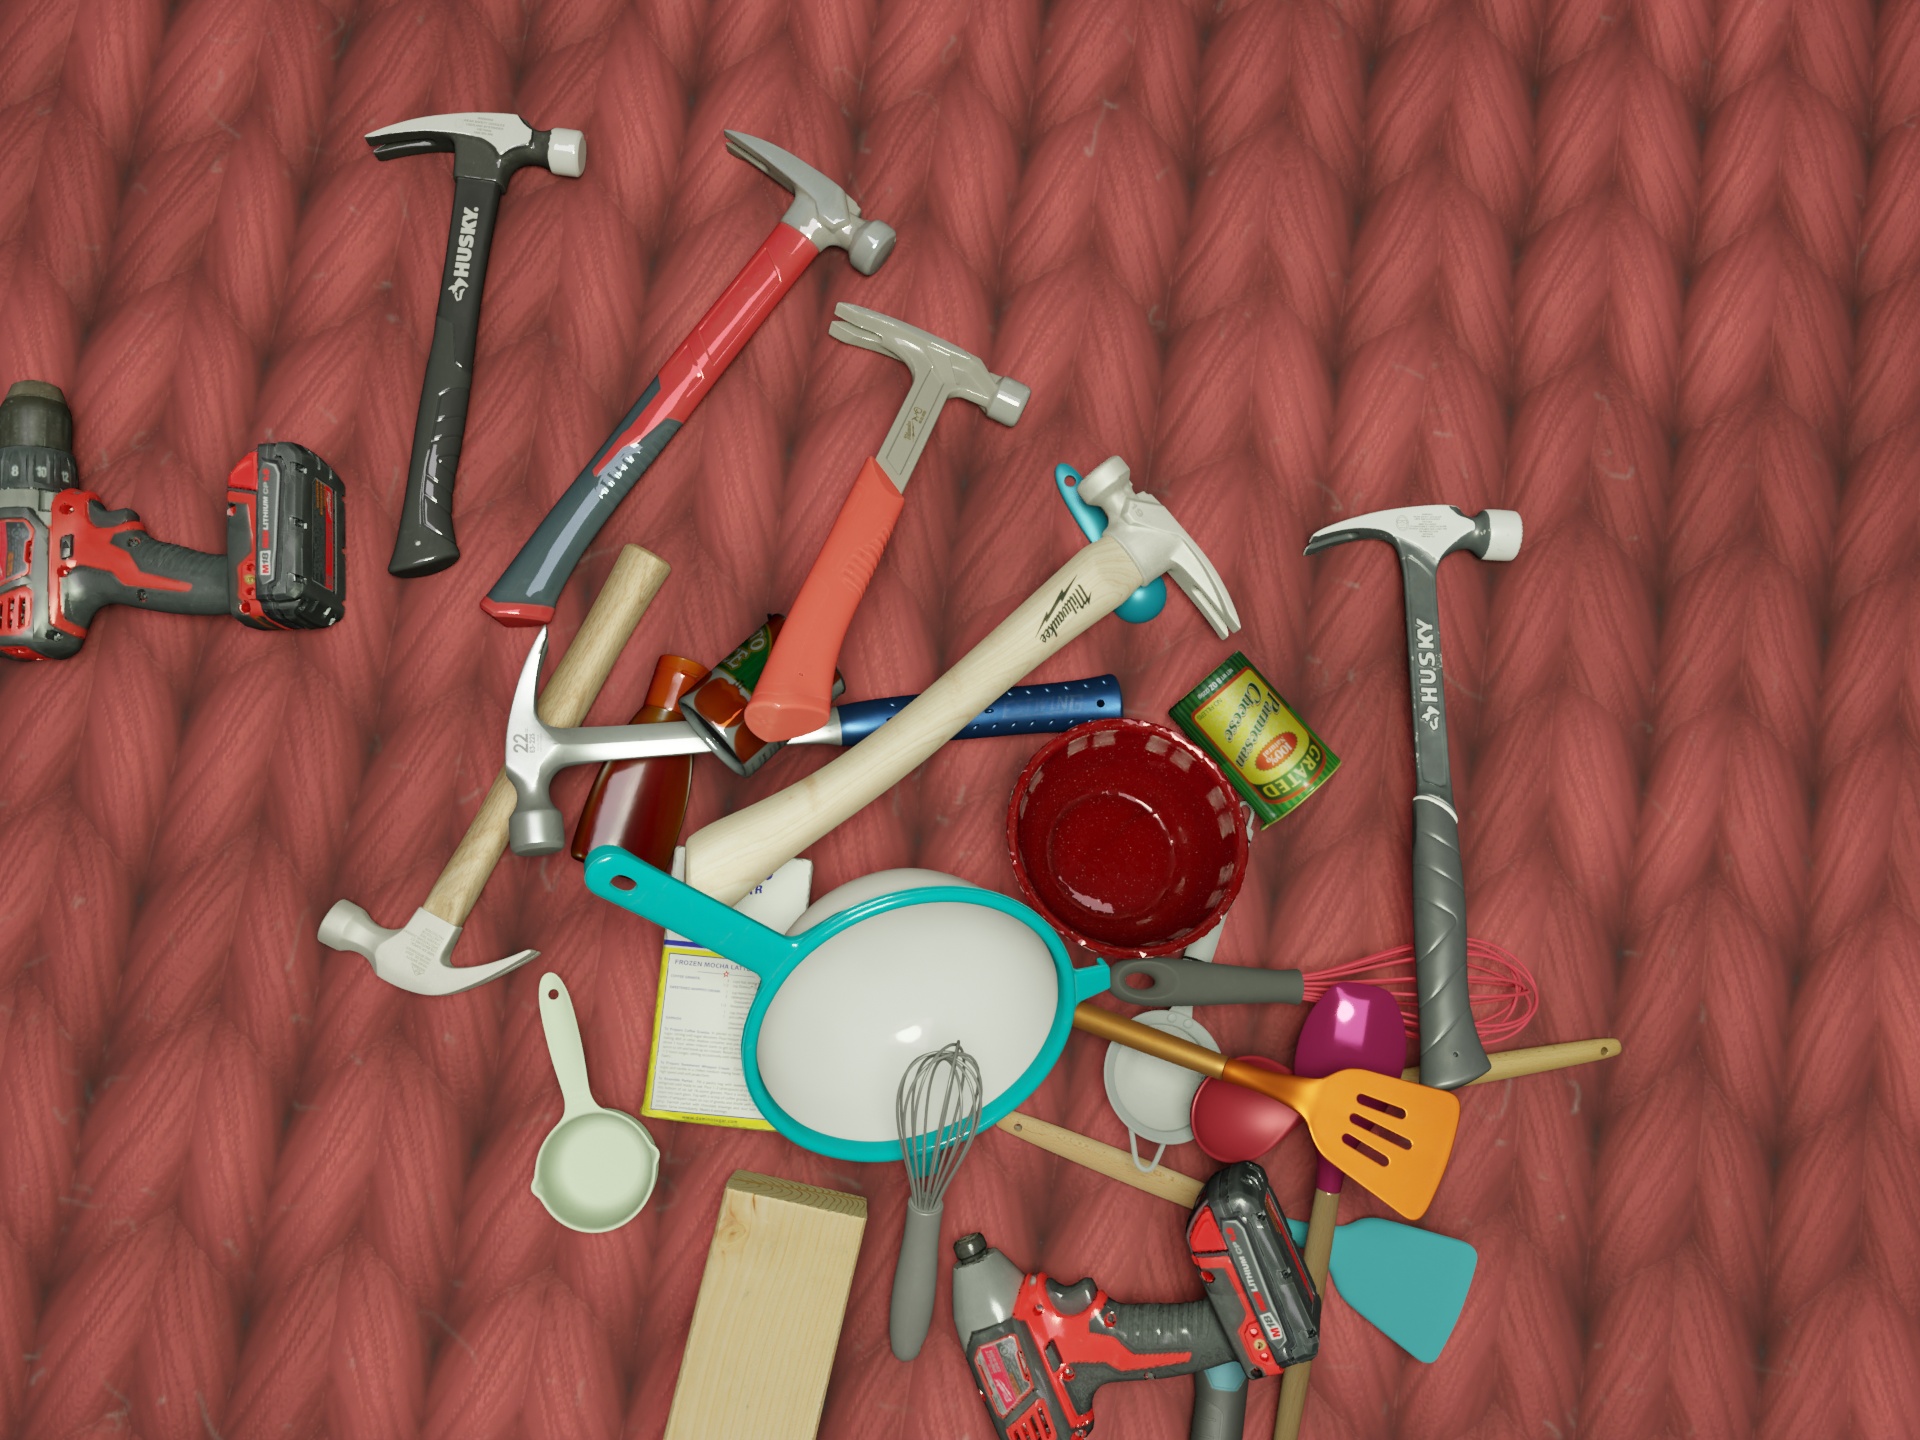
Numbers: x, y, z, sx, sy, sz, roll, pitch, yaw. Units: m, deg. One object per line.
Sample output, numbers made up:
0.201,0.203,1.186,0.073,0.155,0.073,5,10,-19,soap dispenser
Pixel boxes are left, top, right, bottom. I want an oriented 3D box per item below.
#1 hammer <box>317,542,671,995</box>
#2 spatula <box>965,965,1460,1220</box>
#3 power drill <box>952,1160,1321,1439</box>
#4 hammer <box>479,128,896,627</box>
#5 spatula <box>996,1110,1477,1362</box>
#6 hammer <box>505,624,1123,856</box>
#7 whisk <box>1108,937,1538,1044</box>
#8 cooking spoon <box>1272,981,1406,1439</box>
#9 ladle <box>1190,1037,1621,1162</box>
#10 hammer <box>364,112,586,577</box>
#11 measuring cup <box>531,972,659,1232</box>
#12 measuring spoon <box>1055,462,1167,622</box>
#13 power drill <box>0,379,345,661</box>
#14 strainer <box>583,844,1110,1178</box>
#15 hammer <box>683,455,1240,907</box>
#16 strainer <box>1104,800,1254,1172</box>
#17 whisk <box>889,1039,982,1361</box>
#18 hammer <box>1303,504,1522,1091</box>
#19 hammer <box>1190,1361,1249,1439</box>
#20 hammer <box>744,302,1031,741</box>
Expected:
-0.287,0.031,1.065,0.130,0.031,0.331,28,81,2,hammer
0.147,0.215,1.005,0.323,0.041,0.081,16,70,27,spatula
0.102,0.364,0.996,0.219,0.078,0.143,-25,84,12,power drill
-0.214,-0.231,1.104,0.143,0.038,0.386,36,82,4,hammer
0.173,0.320,1.041,0.317,0.044,0.082,21,94,1,spatula
-0.091,-0.002,1.047,0.405,0.035,0.144,-5,77,-13,hammer
0.239,0.174,1.042,0.295,0.073,0.073,3,82,-9,whisk
0.231,0.324,1.014,0.069,0.017,0.319,9,93,3,cooking spoon
0.296,0.238,1.053,0.315,0.031,0.069,-6,95,-12,ladle
-0.357,-0.262,1.103,0.146,0.035,0.335,7,82,-3,hammer
-0.245,0.246,1.034,0.083,0.038,0.168,-15,81,-5,measuring cup
0.103,-0.127,1.113,0.042,0.021,0.128,-30,86,-7,measuring spoon
-0.536,-0.138,1.057,0.226,0.080,0.188,-4,82,-1,power drill
-0.086,0.139,0.970,0.340,0.095,0.211,33,105,-30,strainer
-0.002,-0.003,1.029,0.410,0.038,0.146,-39,88,-17,hammer
0.155,0.174,1.065,0.087,0.050,0.258,23,75,-10,strainer
-0.021,0.304,0.989,0.055,0.055,0.238,7,111,-2,whisk
0.308,0.040,1.052,0.149,0.036,0.409,3,69,0,hammer
0.150,0.560,1.011,0.128,0.033,0.331,8,81,-1,hammer
-0.068,-0.132,1.012,0.149,0.036,0.359,23,51,-3,hammer
